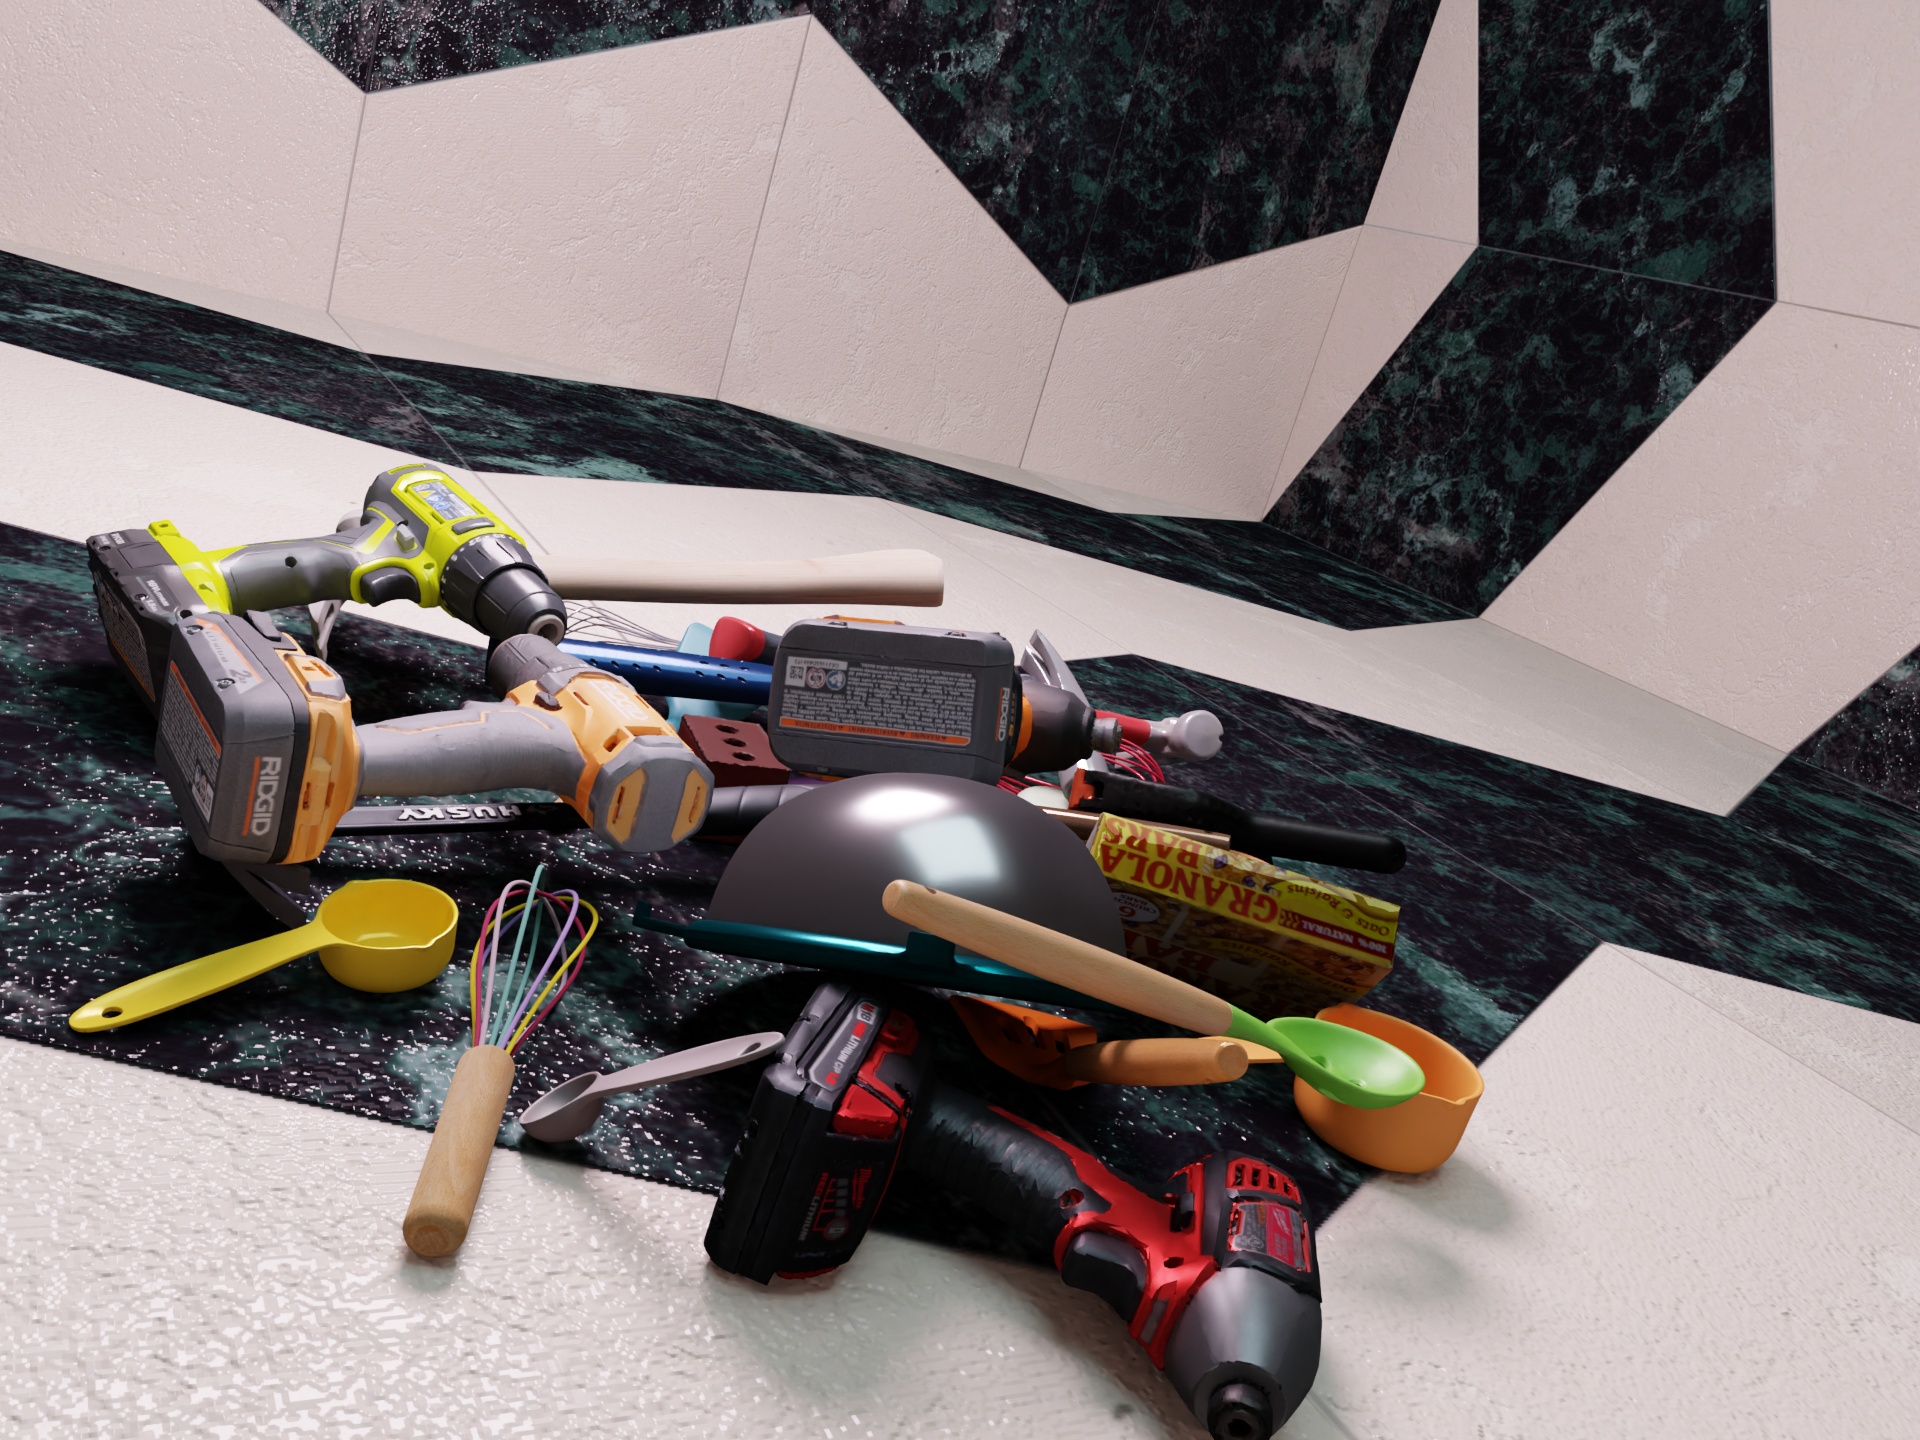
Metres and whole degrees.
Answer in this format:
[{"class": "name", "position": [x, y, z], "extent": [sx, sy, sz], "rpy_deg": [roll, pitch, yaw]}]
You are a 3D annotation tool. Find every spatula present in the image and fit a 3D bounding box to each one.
[{"class": "spatula", "position": [0.059, 0.136, 0.677], "extent": [0.081, 0.041, 0.322], "rpy_deg": [15, -15, -8]}, {"class": "spatula", "position": [-0.195, 0.005, 1.025], "extent": [0.082, 0.044, 0.317], "rpy_deg": [33, 17, -1]}, {"class": "spatula", "position": [0.012, 0.057, 1.005], "extent": [0.316, 0.018, 0.060], "rpy_deg": [7, 12, 13]}]

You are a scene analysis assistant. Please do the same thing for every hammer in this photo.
[{"class": "hammer", "position": [-0.215, -0.088, 1.059], "extent": [0.410, 0.038, 0.146], "rpy_deg": [0, 35, -8]}, {"class": "hammer", "position": [-0.003, -0.017, 1.196], "extent": [0.386, 0.038, 0.143], "rpy_deg": [12, -10, -21]}, {"class": "hammer", "position": [-0.101, -0.023, 1.045], "extent": [0.405, 0.035, 0.144], "rpy_deg": [7, 43, -19]}, {"class": "hammer", "position": [-0.176, 0.050, 0.840], "extent": [0.408, 0.036, 0.149], "rpy_deg": [0, 24, -32]}]

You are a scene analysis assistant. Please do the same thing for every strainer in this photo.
[{"class": "strainer", "position": [0.028, 0.088, 0.775], "extent": [0.211, 0.095, 0.340], "rpy_deg": [-1, -12, 43]}]

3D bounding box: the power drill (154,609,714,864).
[{"class": "power drill", "position": [-0.255, 0.000, 0.763], "extent": [0.226, 0.084, 0.186], "rpy_deg": [3, 23, -39]}]

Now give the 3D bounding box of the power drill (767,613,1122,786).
[{"class": "power drill", "position": [-0.001, -0.003, 0.865], "extent": [0.164, 0.084, 0.226], "rpy_deg": [6, -2, 11]}]

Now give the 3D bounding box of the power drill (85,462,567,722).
[{"class": "power drill", "position": [-0.359, -0.072, 0.923], "extent": [0.228, 0.080, 0.191], "rpy_deg": [-20, 42, -35]}]

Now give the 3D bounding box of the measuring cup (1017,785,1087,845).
[{"class": "measuring cup", "position": [0.031, 0.066, 1.058], "extent": [0.167, 0.038, 0.083], "rpy_deg": [10, 17, -31]}]

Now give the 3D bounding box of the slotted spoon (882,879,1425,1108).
[{"class": "slotted spoon", "position": [0.089, 0.116, 0.656], "extent": [0.313, 0.031, 0.070], "rpy_deg": [25, 6, -36]}]

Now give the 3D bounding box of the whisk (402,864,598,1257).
[{"class": "whisk", "position": [-0.181, 0.125, 0.633], "extent": [0.047, 0.051, 0.245], "rpy_deg": [19, 18, -13]}]

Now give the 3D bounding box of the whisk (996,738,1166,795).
[{"class": "whisk", "position": [0.011, 0.026, 1.153], "extent": [0.296, 0.073, 0.073], "rpy_deg": [12, 15, 5]}]

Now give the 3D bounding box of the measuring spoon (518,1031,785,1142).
[{"class": "measuring spoon", "position": [-0.112, 0.137, 0.587], "extent": [0.124, 0.018, 0.034], "rpy_deg": [-20, 11, 27]}]

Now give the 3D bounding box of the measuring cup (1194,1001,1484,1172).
[{"class": "measuring cup", "position": [0.176, 0.184, 0.786], "extent": [0.173, 0.052, 0.095], "rpy_deg": [7, 18, -26]}]

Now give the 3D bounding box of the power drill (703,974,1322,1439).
[{"class": "power drill", "position": [0.027, 0.185, 0.587], "extent": [0.219, 0.078, 0.143], "rpy_deg": [21, 16, 4]}]

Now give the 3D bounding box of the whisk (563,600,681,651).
[{"class": "whisk", "position": [-0.217, -0.049, 1.176], "extent": [0.070, 0.070, 0.284], "rpy_deg": [25, 13, 26]}]

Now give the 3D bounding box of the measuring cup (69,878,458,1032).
[{"class": "measuring cup", "position": [-0.278, 0.105, 0.647], "extent": [0.062, 0.029, 0.156], "rpy_deg": [28, 31, 34]}]
